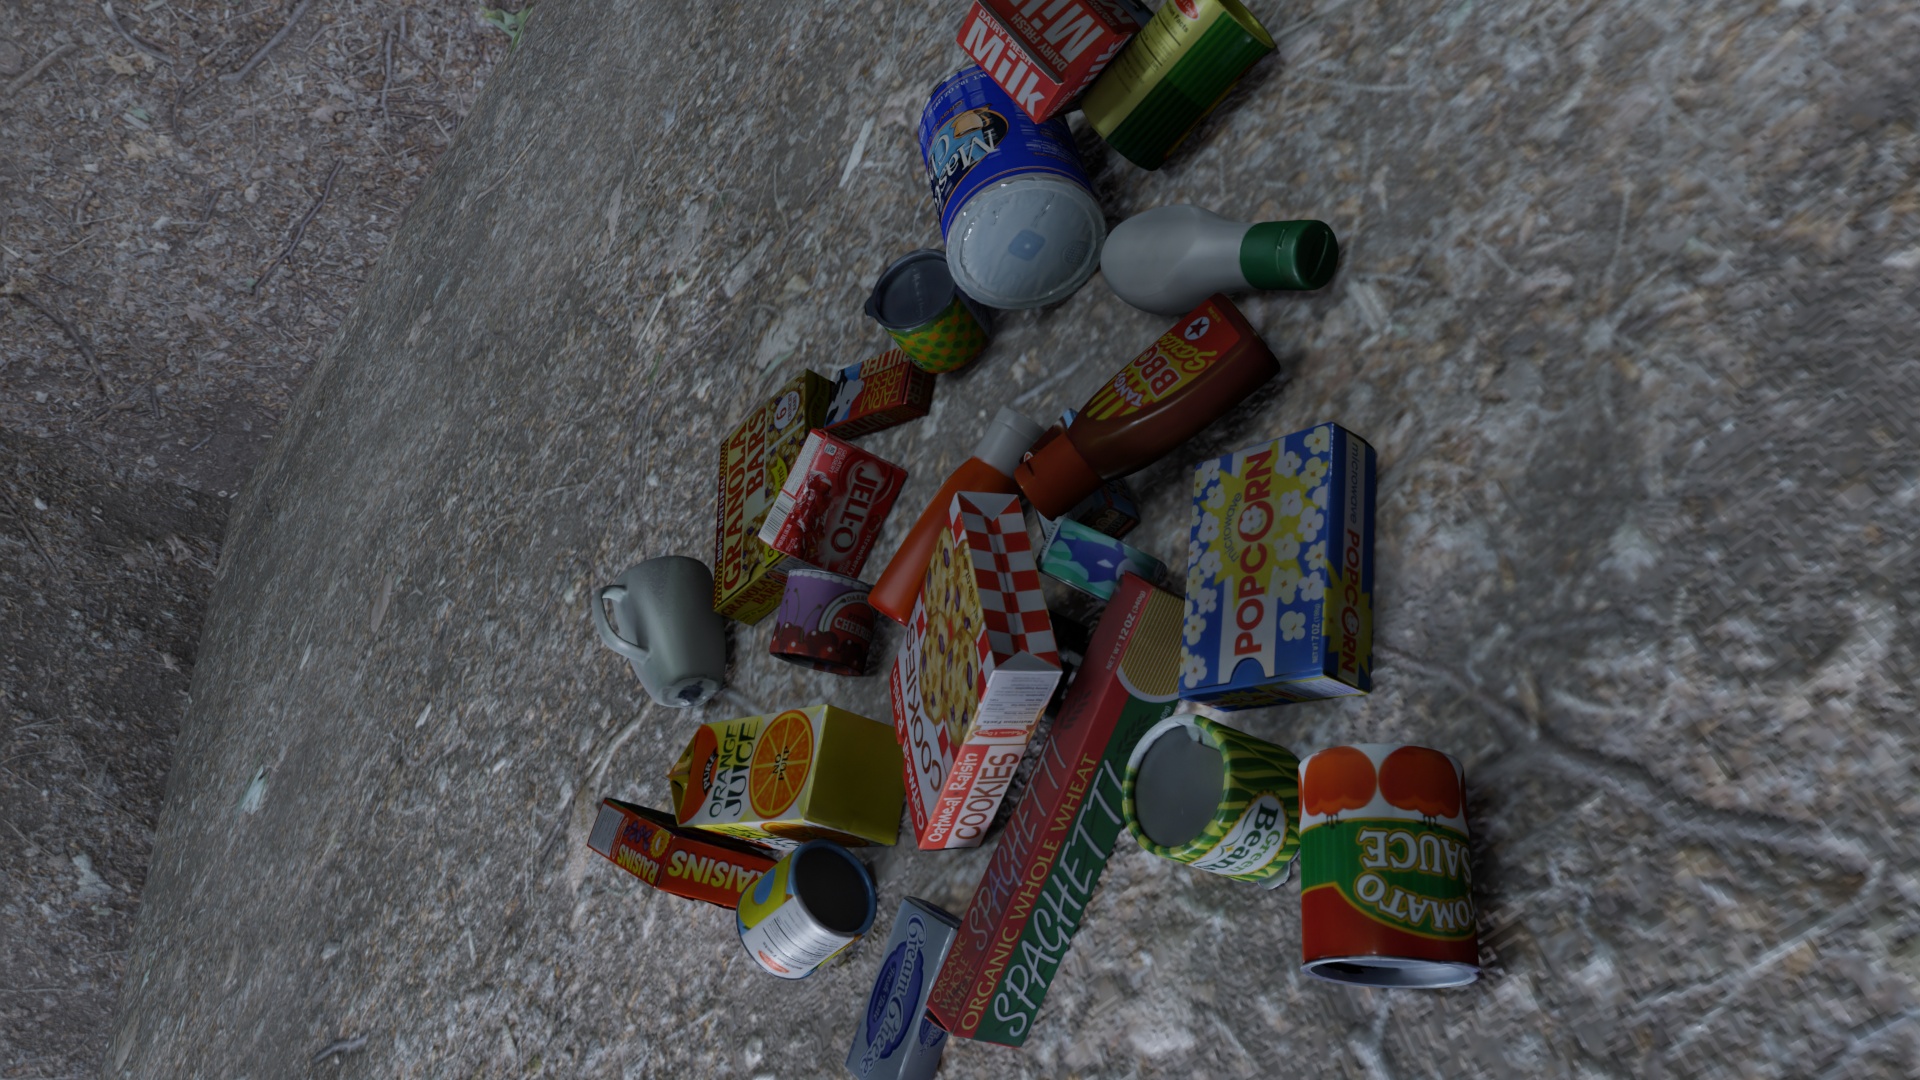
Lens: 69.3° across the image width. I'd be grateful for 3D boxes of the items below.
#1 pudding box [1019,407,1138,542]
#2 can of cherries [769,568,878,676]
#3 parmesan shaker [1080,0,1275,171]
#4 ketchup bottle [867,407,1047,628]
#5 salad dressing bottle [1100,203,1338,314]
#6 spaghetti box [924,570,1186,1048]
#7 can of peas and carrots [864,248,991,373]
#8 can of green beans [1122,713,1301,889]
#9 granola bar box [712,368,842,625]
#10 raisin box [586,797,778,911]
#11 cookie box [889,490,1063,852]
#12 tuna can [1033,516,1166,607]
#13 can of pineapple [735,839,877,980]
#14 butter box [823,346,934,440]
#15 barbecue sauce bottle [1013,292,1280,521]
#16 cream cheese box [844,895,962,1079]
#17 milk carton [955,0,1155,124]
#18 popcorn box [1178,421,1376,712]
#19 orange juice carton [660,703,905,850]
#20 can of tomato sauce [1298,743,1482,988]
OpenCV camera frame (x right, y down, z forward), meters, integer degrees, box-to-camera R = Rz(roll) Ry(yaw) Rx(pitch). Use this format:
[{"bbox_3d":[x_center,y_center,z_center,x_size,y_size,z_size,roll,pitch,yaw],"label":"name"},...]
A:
[{"bbox_3d":[0.068,-0.031,0.810,0.049,0.030,0.084,-45,39,29],"label":"pudding box"},{"bbox_3d":[-0.089,0.056,0.935,0.071,0.071,0.058,-6,66,52],"label":"can of cherries"},{"bbox_3d":[0.130,-0.286,0.848,0.102,0.071,0.071,-44,40,29],"label":"parmesan shaker"},{"bbox_3d":[0.003,-0.011,0.861,0.043,0.064,0.149,29,85,31],"label":"ketchup bottle"},{"bbox_3d":[0.142,-0.158,0.777,0.147,0.044,0.064,14,80,54],"label":"salad dressing bottle"},{"bbox_3d":[0.056,0.139,0.707,0.029,0.050,0.250,25,91,57],"label":"spaghetti box"},{"bbox_3d":[-0.022,-0.156,0.959,0.071,0.058,0.071,-13,58,22],"label":"can of peas and carrots"},{"bbox_3d":[0.116,0.117,0.633,0.071,0.058,0.071,-30,48,41],"label":"can of green beans"},{"bbox_3d":[-0.143,-0.035,1.084,0.123,0.039,0.166,-36,44,37],"label":"granola bar box"},{"bbox_3d":[-0.193,0.217,0.960,0.123,0.086,0.040,5,73,54],"label":"raisin box"},{"bbox_3d":[0.002,0.075,0.768,0.166,0.040,0.123,110,156,-44],"label":"cookie box"},{"bbox_3d":[0.077,0.015,0.742,0.071,0.071,0.033,25,90,56],"label":"tuna can"},{"bbox_3d":[-0.092,0.222,0.842,0.057,0.071,0.071,-42,41,30],"label":"can of pineapple"},{"bbox_3d":[-0.060,-0.110,1.032,0.103,0.024,0.053,-11,60,50],"label":"butter box"},{"bbox_3d":[0.097,-0.068,0.750,0.148,0.043,0.065,-38,34,12],"label":"barbecue sauce bottle"},{"bbox_3d":[-0.027,0.256,0.770,0.053,0.024,0.104,12,80,54],"label":"cream cheese box"},{"bbox_3d":[0.060,-0.315,0.863,0.073,0.072,0.191,-44,3,29],"label":"milk carton"},{"bbox_3d":[0.152,0.014,0.665,0.085,0.038,0.127,-17,57,46],"label":"popcorn box"},{"bbox_3d":[-0.121,0.159,0.910,0.192,0.072,0.073,-16,58,48],"label":"orange juice carton"},{"bbox_3d":[0.168,0.129,0.548,0.071,0.071,0.083,-23,52,45],"label":"can of tomato sauce"}]
